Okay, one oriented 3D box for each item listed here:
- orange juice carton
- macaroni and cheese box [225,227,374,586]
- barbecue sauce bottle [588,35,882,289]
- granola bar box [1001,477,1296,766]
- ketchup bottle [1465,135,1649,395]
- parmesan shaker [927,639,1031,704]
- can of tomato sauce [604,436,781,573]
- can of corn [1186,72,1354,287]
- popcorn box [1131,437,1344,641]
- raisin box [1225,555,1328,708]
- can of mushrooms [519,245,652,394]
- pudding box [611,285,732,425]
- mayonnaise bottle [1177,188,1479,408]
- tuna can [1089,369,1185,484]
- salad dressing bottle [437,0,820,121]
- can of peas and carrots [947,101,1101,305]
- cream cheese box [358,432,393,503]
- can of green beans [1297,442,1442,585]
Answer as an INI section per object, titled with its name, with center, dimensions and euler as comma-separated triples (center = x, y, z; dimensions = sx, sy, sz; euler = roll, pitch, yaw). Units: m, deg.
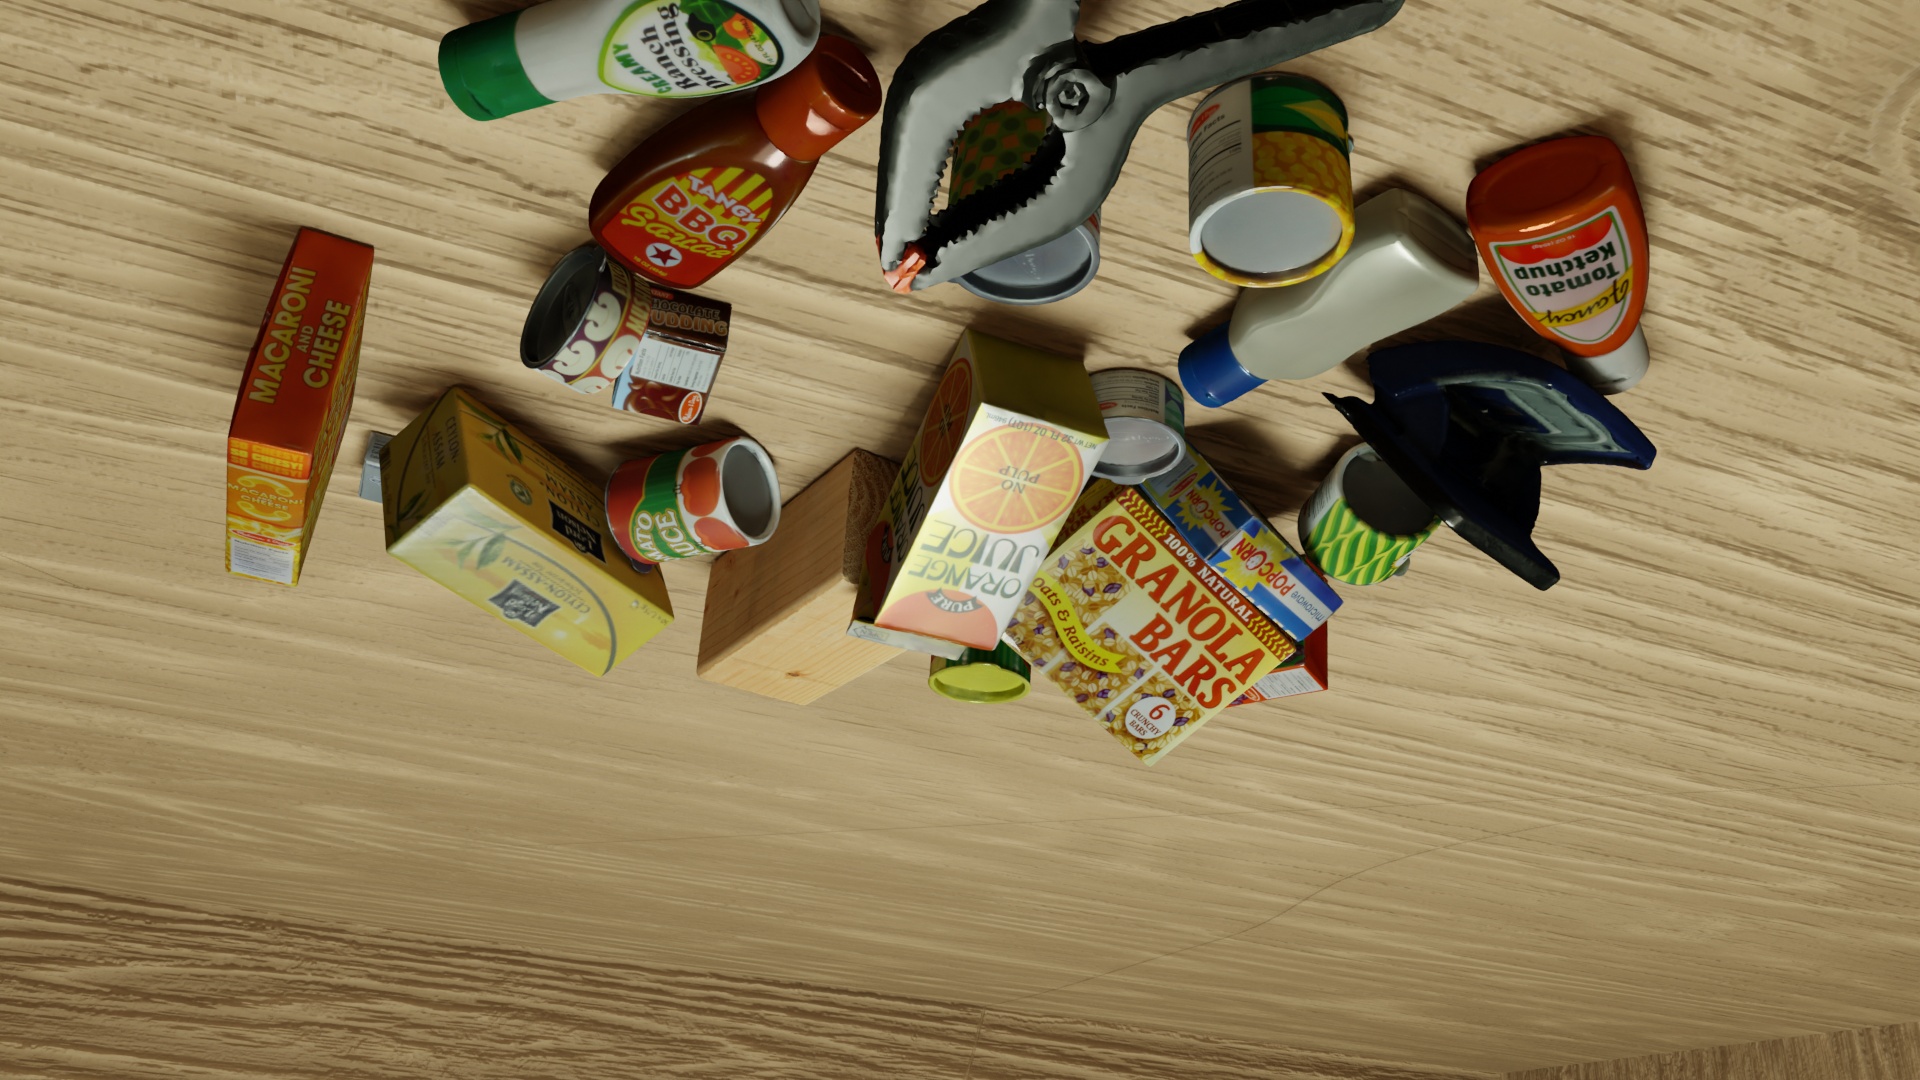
[orange juice carton]
center = 0.003, -0.009, 0.752
dimensions = 0.072, 0.073, 0.191
euler = 15, 124, -19
[macaroni and cheese box]
center = -0.347, -0.064, 0.724
dimensions = 0.040, 0.124, 0.165
euler = 15, 151, -21
[barbecue sauce bottle]
center = -0.094, -0.160, 0.589
dimensions = 0.065, 0.044, 0.148
euler = 28, 144, -36
[granola bar box]
center = 0.108, 0.049, 0.861
dimensions = 0.124, 0.039, 0.165
euler = -42, 115, 14
[ketchup bottle]
center = 0.276, -0.116, 0.620
dimensions = 0.064, 0.044, 0.148
euler = -13, 148, 30
[parmesan shaker]
center = 0.016, 0.046, 0.907
dimensions = 0.071, 0.103, 0.071
euler = 3, 153, 2
[can of tomato sauce]
center = -0.160, -0.022, 0.837
dimensions = 0.083, 0.071, 0.071
euler = -10, 149, 25
[can of corn]
center = 0.129, -0.145, 0.569
dimensions = 0.071, 0.058, 0.071
euler = 4, 153, 2
[popcorn box]
center = 0.162, -0.001, 0.810
dimensions = 0.038, 0.085, 0.126
euler = -44, 136, 12
[raisin box]
center = 0.184, 0.067, 0.940
dimensions = 0.123, 0.086, 0.040
euler = -16, 140, 34
[can of mushrooms]
center = -0.182, -0.109, 0.679
dimensions = 0.071, 0.071, 0.033
euler = -21, 143, 39
[pudding box]
center = -0.154, -0.096, 0.736
dimensions = 0.050, 0.030, 0.083
euler = 12, 152, -16
[mayonnaise bottle]
center = 0.166, -0.108, 0.657
dimensions = 0.065, 0.041, 0.147
euler = 23, 149, -29
[tuna can]
center = 0.091, -0.062, 0.764
dimensions = 0.071, 0.033, 0.070
euler = 4, 153, 2
[salad dressing bottle]
center = -0.128, -0.193, 0.530
dimensions = 0.147, 0.044, 0.064
euler = -6, 156, 20
[can of peas and carrots]
center = 0.025, -0.142, 0.590
dimensions = 0.071, 0.059, 0.070
euler = 4, 153, 2
[cream cheese box]
center = -0.327, -0.035, 0.886
dimensions = 0.104, 0.024, 0.053
euler = 15, 151, -19
[can of green beans]
center = 0.235, -0.016, 0.796
dimensions = 0.071, 0.071, 0.057
euler = 8, 152, -6
